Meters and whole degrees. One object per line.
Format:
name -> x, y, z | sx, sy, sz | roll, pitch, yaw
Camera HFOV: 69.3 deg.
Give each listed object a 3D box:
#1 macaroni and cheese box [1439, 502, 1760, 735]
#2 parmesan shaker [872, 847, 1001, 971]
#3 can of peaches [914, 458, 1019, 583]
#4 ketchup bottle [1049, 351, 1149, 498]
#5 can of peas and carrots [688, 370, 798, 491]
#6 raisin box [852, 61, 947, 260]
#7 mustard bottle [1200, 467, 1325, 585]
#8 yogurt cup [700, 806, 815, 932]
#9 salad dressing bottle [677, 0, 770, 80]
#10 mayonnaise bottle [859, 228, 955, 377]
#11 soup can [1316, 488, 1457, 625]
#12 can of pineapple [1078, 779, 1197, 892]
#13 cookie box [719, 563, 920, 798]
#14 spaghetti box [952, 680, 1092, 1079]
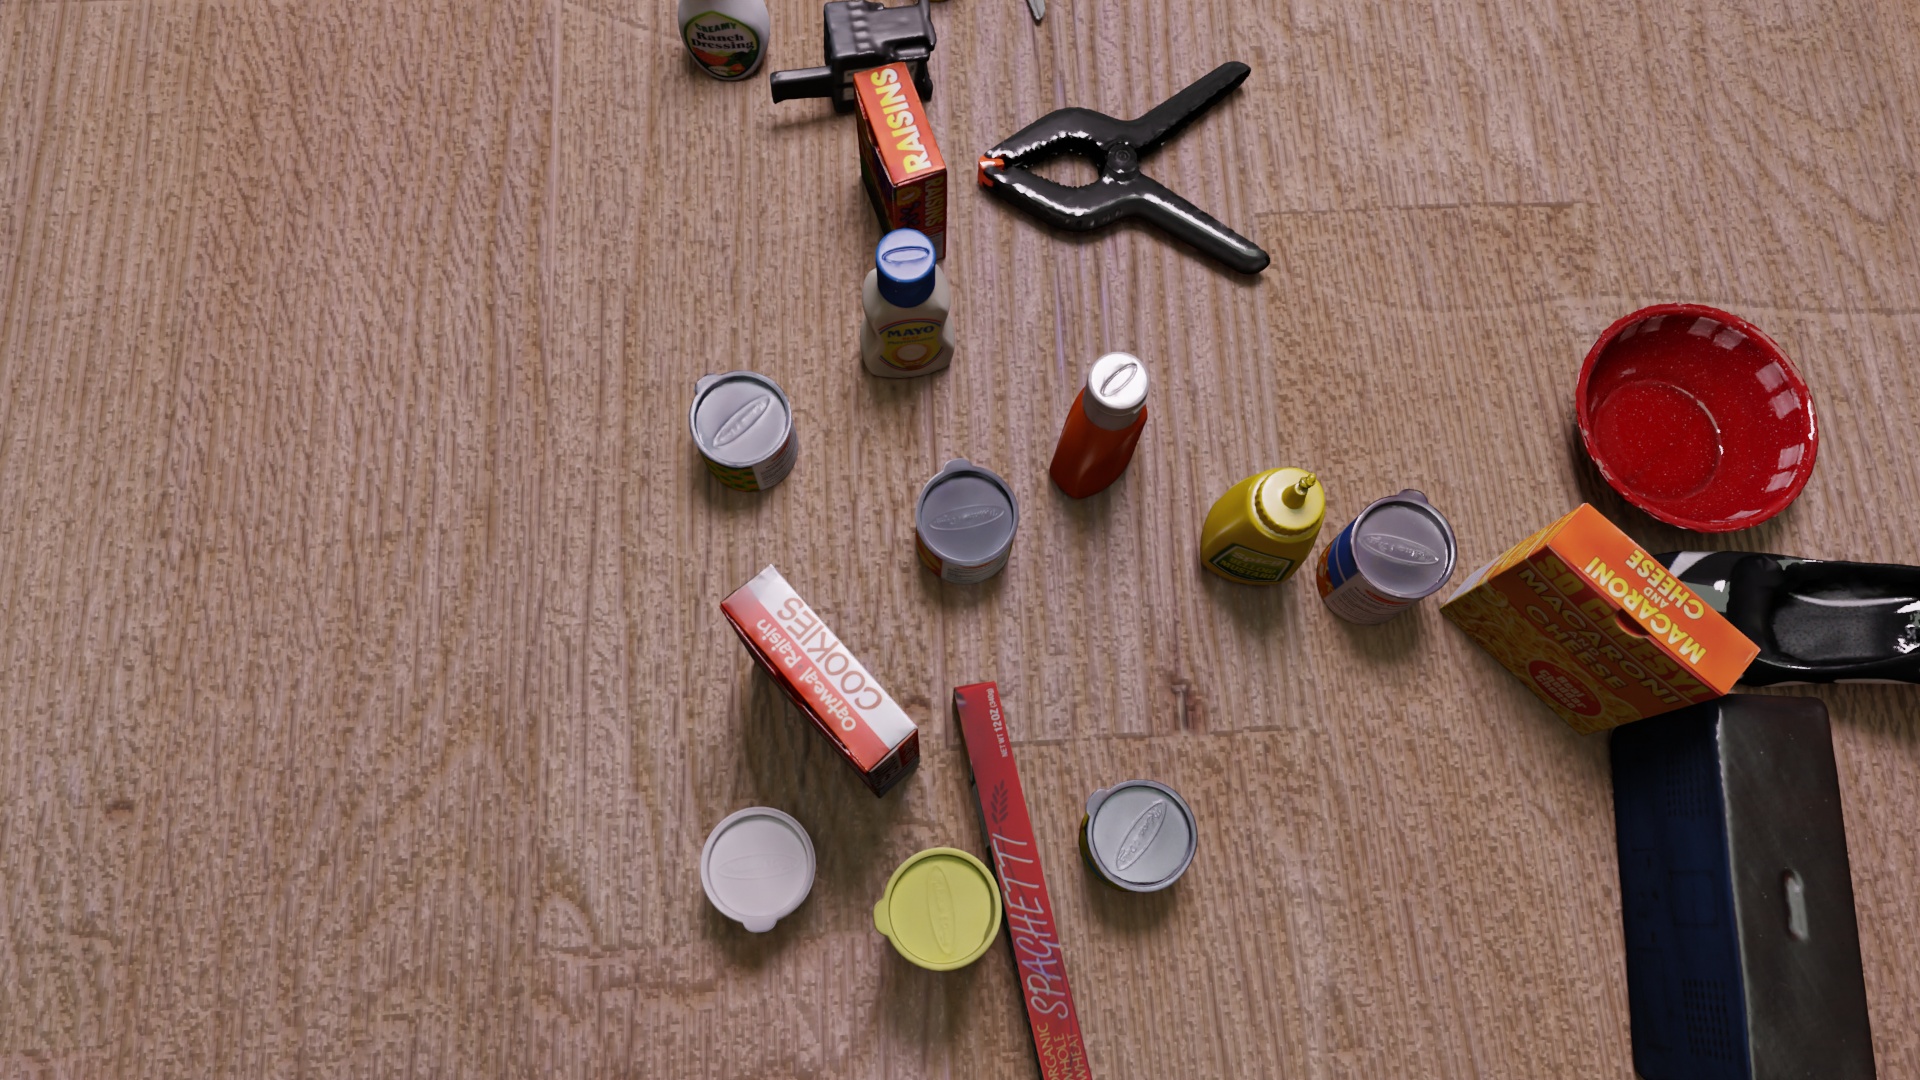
macaroni and cheese box -> 0.377, 0.054, 0.840 | 0.124, 0.166, 0.040 | 43, 78, 10
parmesan shaker -> -0.014, 0.217, 0.816 | 0.071, 0.103, 0.071 | 0, 75, -1
can of peaches -> 0.003, -0.011, 0.904 | 0.071, 0.058, 0.071 | 0, 74, -1
ketchup bottle -> 0.091, -0.074, 0.877 | 0.065, 0.148, 0.043 | -43, 80, -12
can of peas and carrots -> -0.144, -0.073, 0.917 | 0.071, 0.058, 0.071 | 0, 74, -1
raisin box -> -0.041, -0.249, 0.936 | 0.040, 0.123, 0.086 | -18, 76, -6
mustard bottle -> 0.191, -0.012, 0.857 | 0.065, 0.160, 0.049 | 15, 75, 3
yogurt cup -> -0.120, 0.198, 0.843 | 0.072, 0.053, 0.072 | 0, 74, -1
salad dressing bottle -> -0.168, -0.377, 0.956 | 0.064, 0.147, 0.044 | 3, 75, -1
mayonnaise bottle -> -0.035, -0.150, 0.896 | 0.065, 0.147, 0.041 | -8, 75, -4
soup can -> 0.272, 0.012, 0.892 | 0.071, 0.083, 0.071 | 0, 75, -1
can of pineapple -> 0.107, 0.181, 0.853 | 0.071, 0.057, 0.071 | 0, 74, -1
cookie box -> -0.079, 0.089, 0.817 | 0.040, 0.167, 0.123 | -41, 80, -11
spaghetti box -> 0.036, 0.211, 0.846 | 0.029, 0.050, 0.250 | -12, 75, -5
